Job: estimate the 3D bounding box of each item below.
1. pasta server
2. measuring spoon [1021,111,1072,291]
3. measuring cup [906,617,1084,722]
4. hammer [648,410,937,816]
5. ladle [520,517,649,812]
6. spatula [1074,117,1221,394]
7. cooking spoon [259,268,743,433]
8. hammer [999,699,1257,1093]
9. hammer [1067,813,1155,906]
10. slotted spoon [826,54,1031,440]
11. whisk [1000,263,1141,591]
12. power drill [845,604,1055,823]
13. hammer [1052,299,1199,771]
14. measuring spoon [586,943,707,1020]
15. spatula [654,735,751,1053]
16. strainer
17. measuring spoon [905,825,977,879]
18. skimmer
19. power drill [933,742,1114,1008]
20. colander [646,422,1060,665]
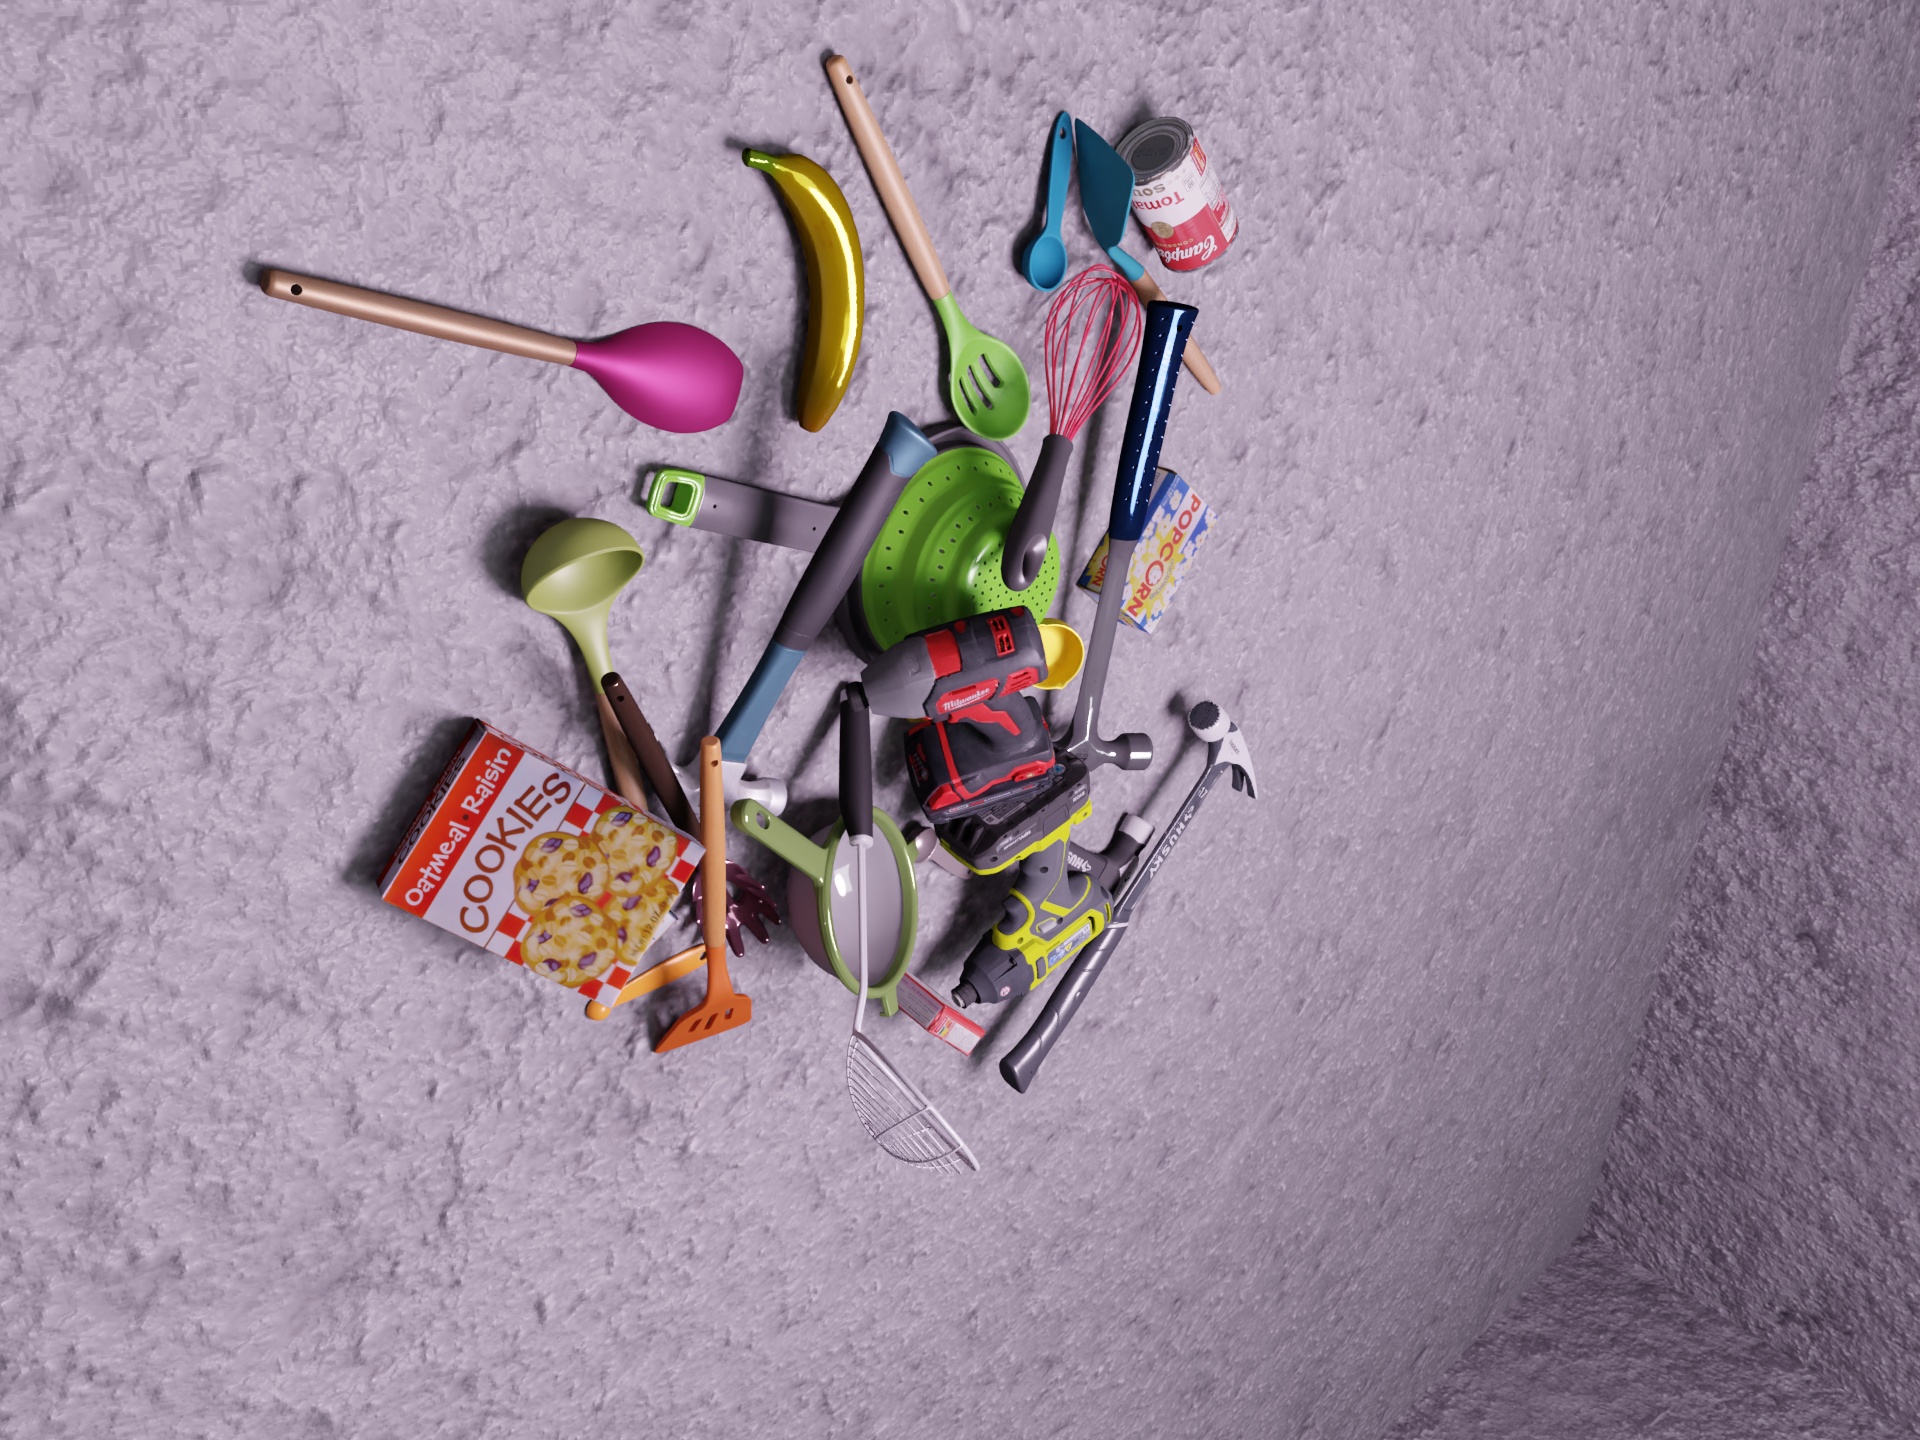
[{"bbox_3d":[-0.191,0.071,1.109,0.060,0.040,0.315,-28,144,-10],"label":"pasta server"},{"bbox_3d":[0.064,-0.385,1.182,0.042,0.021,0.128,-4,106,-46],"label":"measuring spoon"},{"bbox_3d":[0.025,-0.038,1.301,0.156,0.029,0.062,-23,118,-1],"label":"measuring cup"},{"bbox_3d":[-0.109,-0.064,1.087,0.128,0.033,0.331,8,124,-43],"label":"hammer"},{"bbox_3d":[-0.227,0.006,1.060,0.078,0.062,0.319,-22,130,-21],"label":"ladle"},{"bbox_3d":[0.159,-0.350,1.273,0.044,0.082,0.317,-41,146,9],"label":"spatula"},{"bbox_3d":[-0.251,-0.220,0.932,0.318,0.017,0.068,2,109,-48],"label":"cooking spoon"},{"bbox_3d":[0.161,0.180,1.537,0.409,0.036,0.149,-56,141,-9],"label":"hammer"},{"bbox_3d":[0.063,0.109,1.445,0.334,0.035,0.146,33,85,-50],"label":"hammer"},{"bbox_3d":[-0.023,-0.322,1.113,0.070,0.031,0.313,-48,137,-17],"label":"slotted spoon"},{"bbox_3d":[0.077,-0.221,1.180,0.073,0.073,0.296,49,51,-49],"label":"whisk"},{"bbox_3d":[-0.002,-0.004,1.191,0.143,0.079,0.219,-17,155,0],"label":"power drill"},{"bbox_3d":[0.128,-0.141,1.318,0.144,0.035,0.405,1,115,-20],"label":"hammer"},{"bbox_3d":[-0.229,0.197,1.199,0.117,0.011,0.021,-25,128,-36],"label":"measuring spoon"},{"bbox_3d":[-0.182,0.136,1.146,0.081,0.041,0.322,-16,132,-26],"label":"spatula"},{"bbox_3d":[-0.118,0.120,1.210,0.256,0.069,0.152,45,45,-51],"label":"strainer"},{"bbox_3d":[-0.016,0.117,1.385,0.034,0.018,0.124,-60,147,-3],"label":"measuring spoon"},{"bbox_3d":[-0.042,0.146,1.165,0.127,0.090,0.364,87,0,-69],"label":"skimmer"},{"bbox_3d":[0.051,0.140,1.366,0.171,0.080,0.223,-34,136,-26],"label":"power drill"},{"bbox_3d":[-0.045,-0.121,1.149,0.396,0.095,0.204,6,107,-49],"label":"colander"}]
